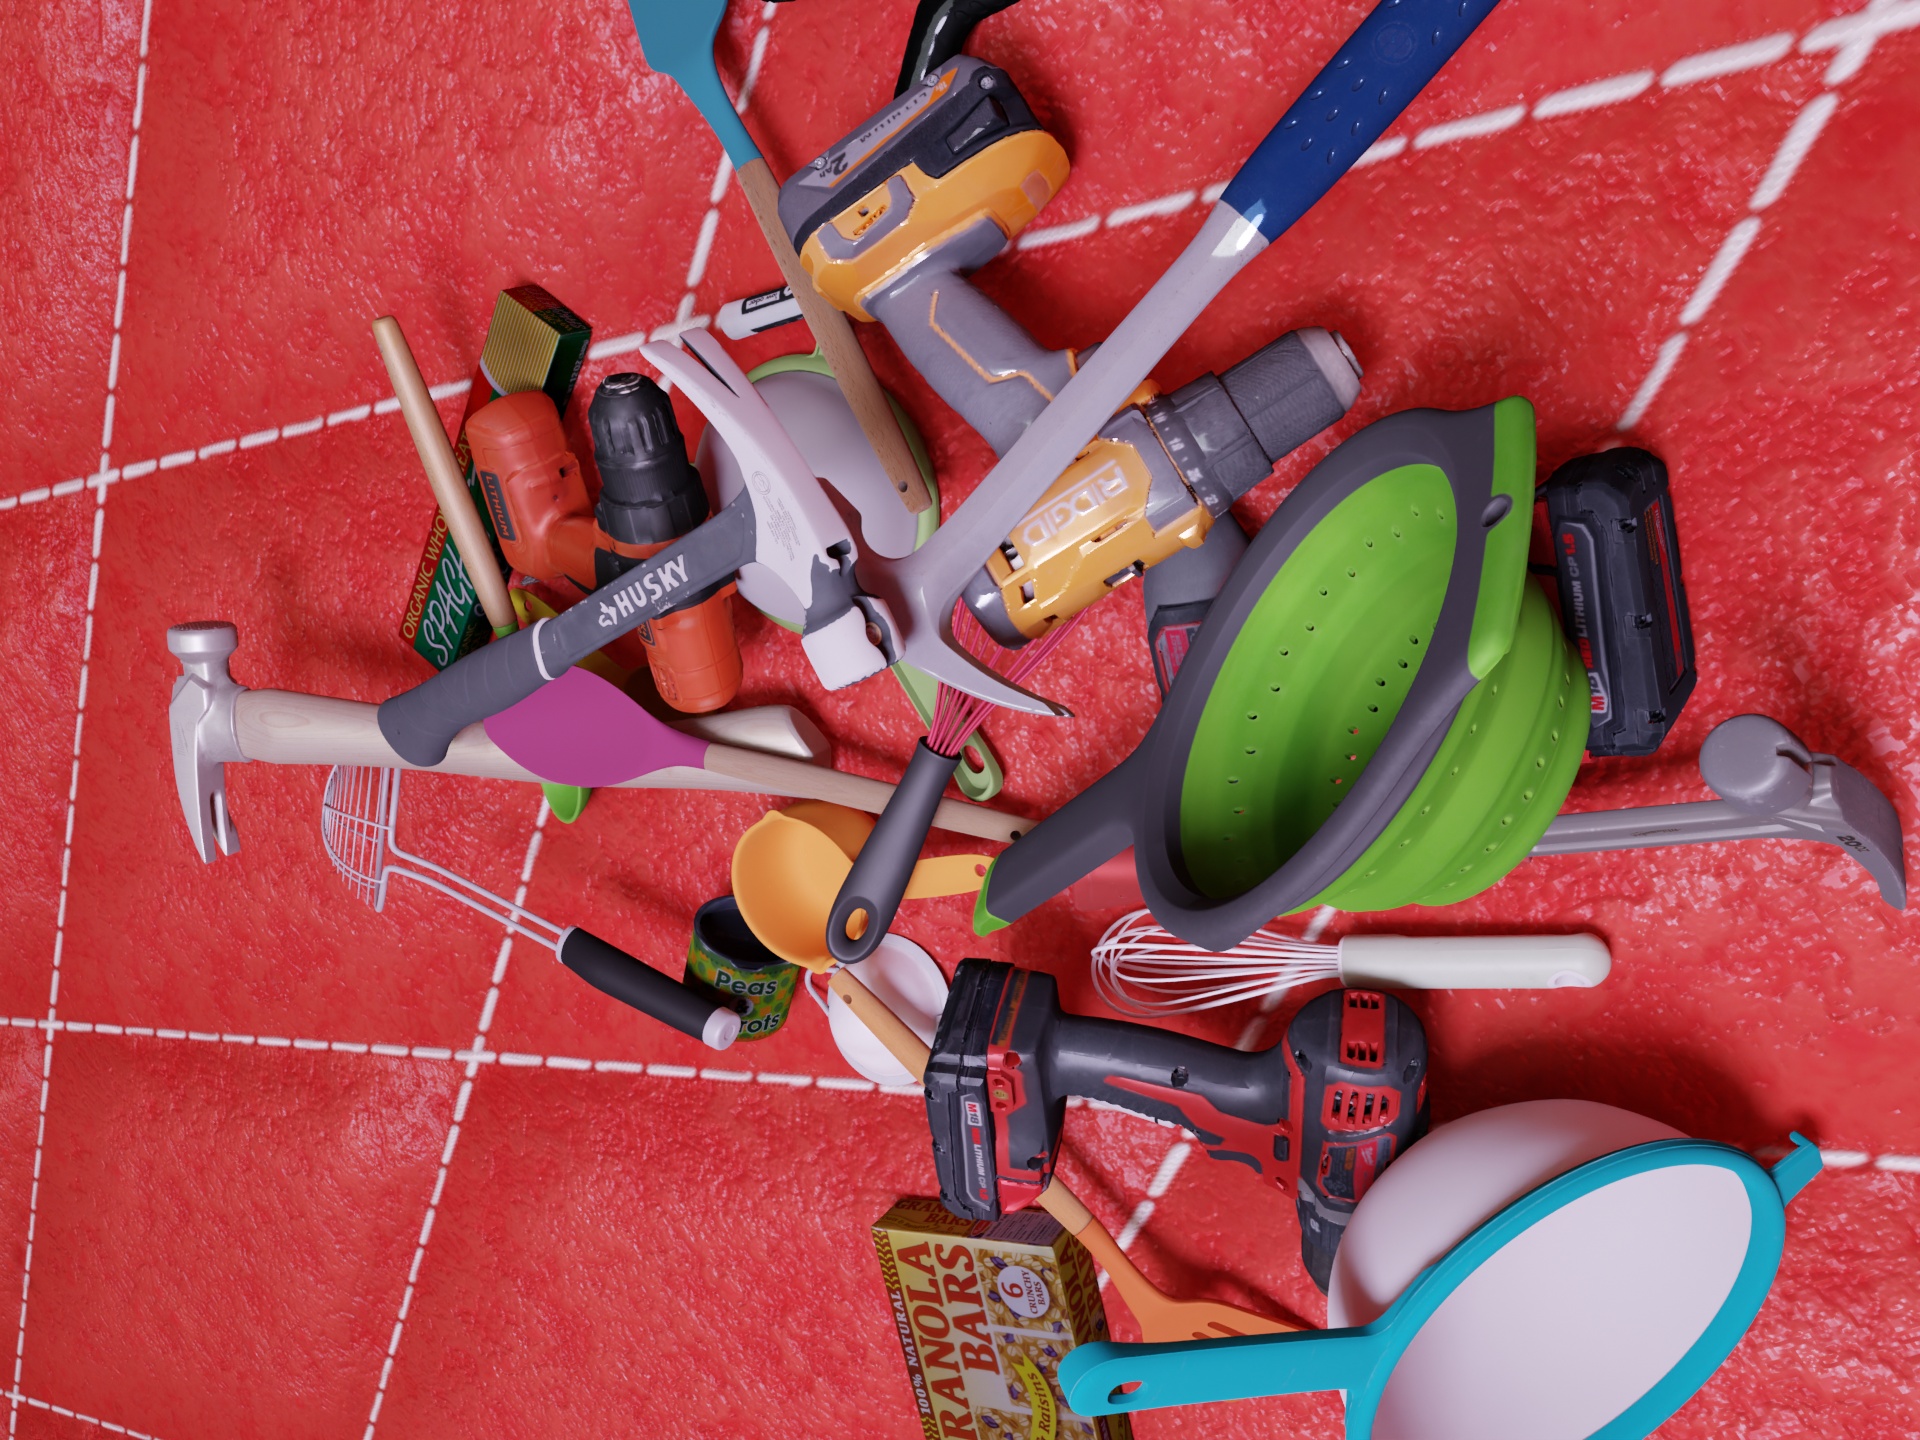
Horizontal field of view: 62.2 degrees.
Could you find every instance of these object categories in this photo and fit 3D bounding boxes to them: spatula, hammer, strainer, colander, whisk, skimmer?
[{"bbox_3d":[-0.082,-0.246,0.771,0.082,0.044,0.317,-25,91,33],"label":"spatula"},{"bbox_3d":[-0.185,-0.043,0.737,0.409,0.036,0.149,-19,100,48],"label":"hammer"},{"bbox_3d":[0.104,-0.175,0.600,0.144,0.035,0.405,44,101,13],"label":"hammer"},{"bbox_3d":[0.179,0.230,0.659,0.095,0.340,0.211,-125,46,-55],"label":"strainer"},{"bbox_3d":[0.121,0.032,0.637,0.094,0.205,0.397,25,148,-13],"label":"colander"},{"bbox_3d":[0.051,0.246,0.847,0.322,0.041,0.081,44,123,5],"label":"spatula"},{"bbox_3d":[0.174,0.112,0.746,0.246,0.059,0.057,-5,147,29],"label":"whisk"},{"bbox_3d":[-0.063,-0.063,0.811,0.151,0.069,0.256,-34,86,35],"label":"strainer"},{"bbox_3d":[0.197,0.058,0.690,0.359,0.149,0.037,-11,62,43],"label":"hammer"},{"bbox_3d":[0.014,0.178,0.868,0.258,0.050,0.087,13,98,24],"label":"strainer"},{"bbox_3d":[-0.263,0.104,0.970,0.363,0.090,0.127,22,109,25],"label":"skimmer"},{"bbox_3d":[-0.001,-0.002,0.774,0.073,0.073,0.295,32,110,18],"label":"whisk"},{"bbox_3d":[-0.272,0.024,0.914,0.411,0.038,0.146,3,103,15],"label":"hammer"}]

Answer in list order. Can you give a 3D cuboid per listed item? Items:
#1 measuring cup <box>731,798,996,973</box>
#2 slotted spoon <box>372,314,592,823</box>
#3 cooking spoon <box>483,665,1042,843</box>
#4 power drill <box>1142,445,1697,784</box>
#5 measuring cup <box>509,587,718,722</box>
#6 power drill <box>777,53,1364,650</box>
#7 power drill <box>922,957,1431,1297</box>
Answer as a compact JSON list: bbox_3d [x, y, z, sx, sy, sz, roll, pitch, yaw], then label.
[{"bbox_3d":[-0.041,0.080,0.860,0.173,0.052,0.095,-10,101,31],"label":"measuring cup"},{"bbox_3d":[-0.270,-0.079,0.915,0.070,0.031,0.313,22,135,49],"label":"slotted spoon"},{"bbox_3d":[-0.109,0.025,0.840,0.319,0.017,0.068,13,108,12],"label":"cooking spoon"},{"bbox_3d":[0.179,-0.045,0.670,0.220,0.078,0.143,-6,104,36],"label":"power drill"},{"bbox_3d":[-0.203,-0.036,0.934,0.157,0.029,0.062,36,121,19],"label":"measuring cup"},{"bbox_3d":[0.043,-0.168,0.675,0.185,0.084,0.226,-31,76,14],"label":"power drill"},{"bbox_3d":[0.106,0.202,0.763,0.227,0.080,0.187,3,127,13],"label":"power drill"}]
